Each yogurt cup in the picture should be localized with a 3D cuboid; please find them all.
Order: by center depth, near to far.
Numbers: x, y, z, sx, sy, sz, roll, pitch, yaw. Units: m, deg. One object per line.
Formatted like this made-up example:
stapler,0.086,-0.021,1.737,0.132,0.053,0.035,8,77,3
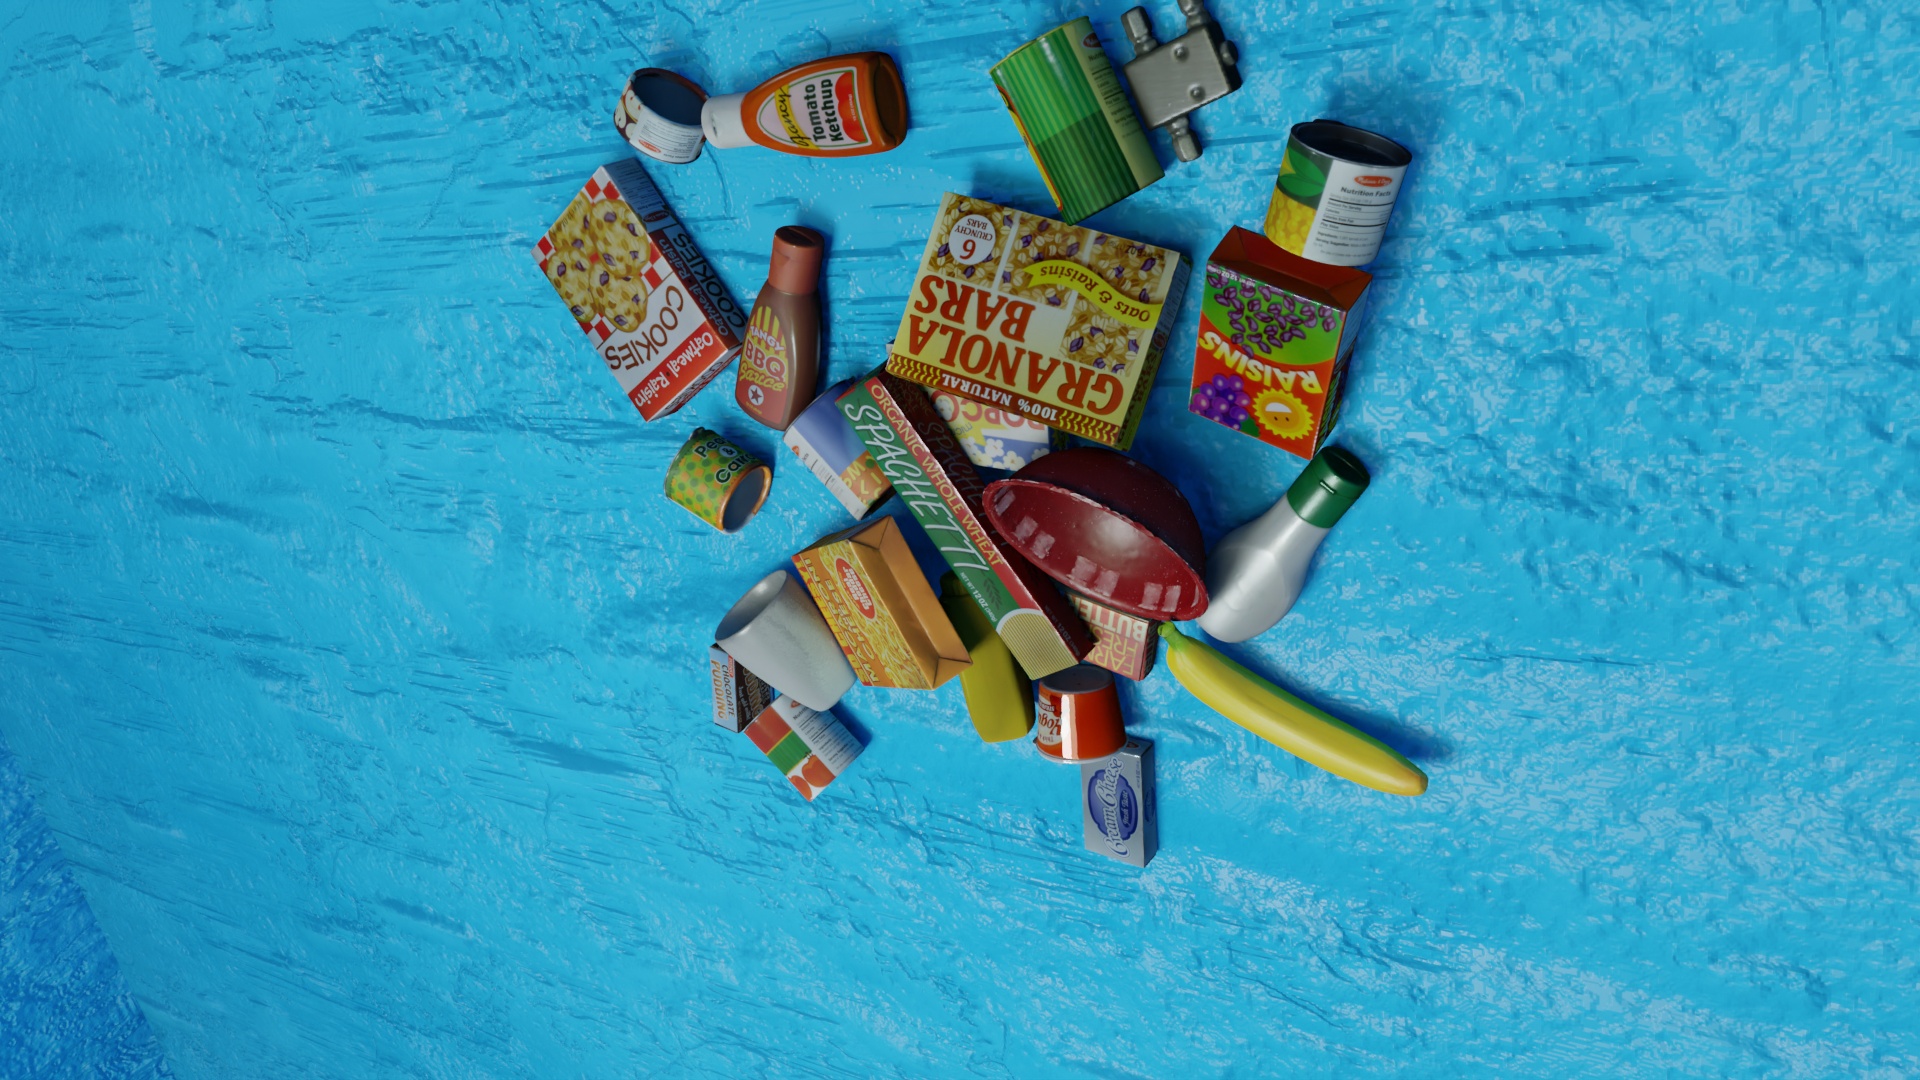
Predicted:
yogurt cup,0.087,0.125,1.014,0.072,0.073,0.053,4,109,32

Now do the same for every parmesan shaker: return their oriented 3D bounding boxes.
parmesan shaker,0.068,-0.245,0.821,0.071,0.072,0.103,-20,102,39

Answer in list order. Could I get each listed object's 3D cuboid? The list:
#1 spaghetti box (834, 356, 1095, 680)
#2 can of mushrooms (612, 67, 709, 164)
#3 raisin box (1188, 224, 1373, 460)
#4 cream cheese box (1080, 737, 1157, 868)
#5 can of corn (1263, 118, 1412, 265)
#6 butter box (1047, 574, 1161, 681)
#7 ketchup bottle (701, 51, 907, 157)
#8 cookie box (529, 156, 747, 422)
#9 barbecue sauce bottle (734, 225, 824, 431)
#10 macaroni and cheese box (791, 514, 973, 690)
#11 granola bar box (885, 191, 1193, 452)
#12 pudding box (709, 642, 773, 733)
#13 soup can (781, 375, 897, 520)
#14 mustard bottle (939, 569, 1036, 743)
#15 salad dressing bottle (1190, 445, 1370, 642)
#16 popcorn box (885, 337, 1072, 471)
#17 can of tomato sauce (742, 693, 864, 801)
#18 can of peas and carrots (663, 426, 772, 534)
spaghetti box,0.003,-0.012,0.972,0.050,0.029,0.249,-27,102,43
can of mushrooms,-0.209,-0.302,0.983,0.071,0.071,0.033,44,131,6
raisin box,0.183,-0.113,0.810,0.086,0.040,0.122,25,147,21
cream cheese box,0.120,0.195,1.055,0.053,0.024,0.103,10,119,31
can of corn,0.205,-0.192,0.763,0.071,0.071,0.058,26,127,21
butter box,0.092,0.059,1.000,0.103,0.024,0.052,20,124,24
ketchup bottle,-0.108,-0.289,0.935,0.149,0.044,0.064,4,117,33
cookie box,-0.248,-0.192,1.085,0.122,0.040,0.167,-32,93,41
barbecue sauce bottle,-0.128,-0.156,1.020,0.065,0.044,0.147,34,129,26
macaroni and cheese box,-0.062,0.050,1.040,0.123,0.040,0.166,61,160,-6
granola bar box,0.048,-0.140,0.879,0.166,0.039,0.124,21,95,24
pudding box,-0.190,0.119,1.206,0.030,0.050,0.083,19,123,27
soup can,-0.077,-0.068,1.021,0.084,0.072,0.071,47,131,3
mustard bottle,0.016,0.068,1.031,0.049,0.065,0.160,-13,103,11
salad dressing bottle,0.203,0.004,0.884,0.064,0.044,0.146,41,129,11
popcorn box,0.014,-0.097,0.959,0.127,0.038,0.084,10,121,30
can of tomato sauce,-0.134,0.171,1.185,0.083,0.071,0.071,46,131,3
can of peas and carrots,-0.192,-0.048,1.107,0.059,0.071,0.070,31,128,16
